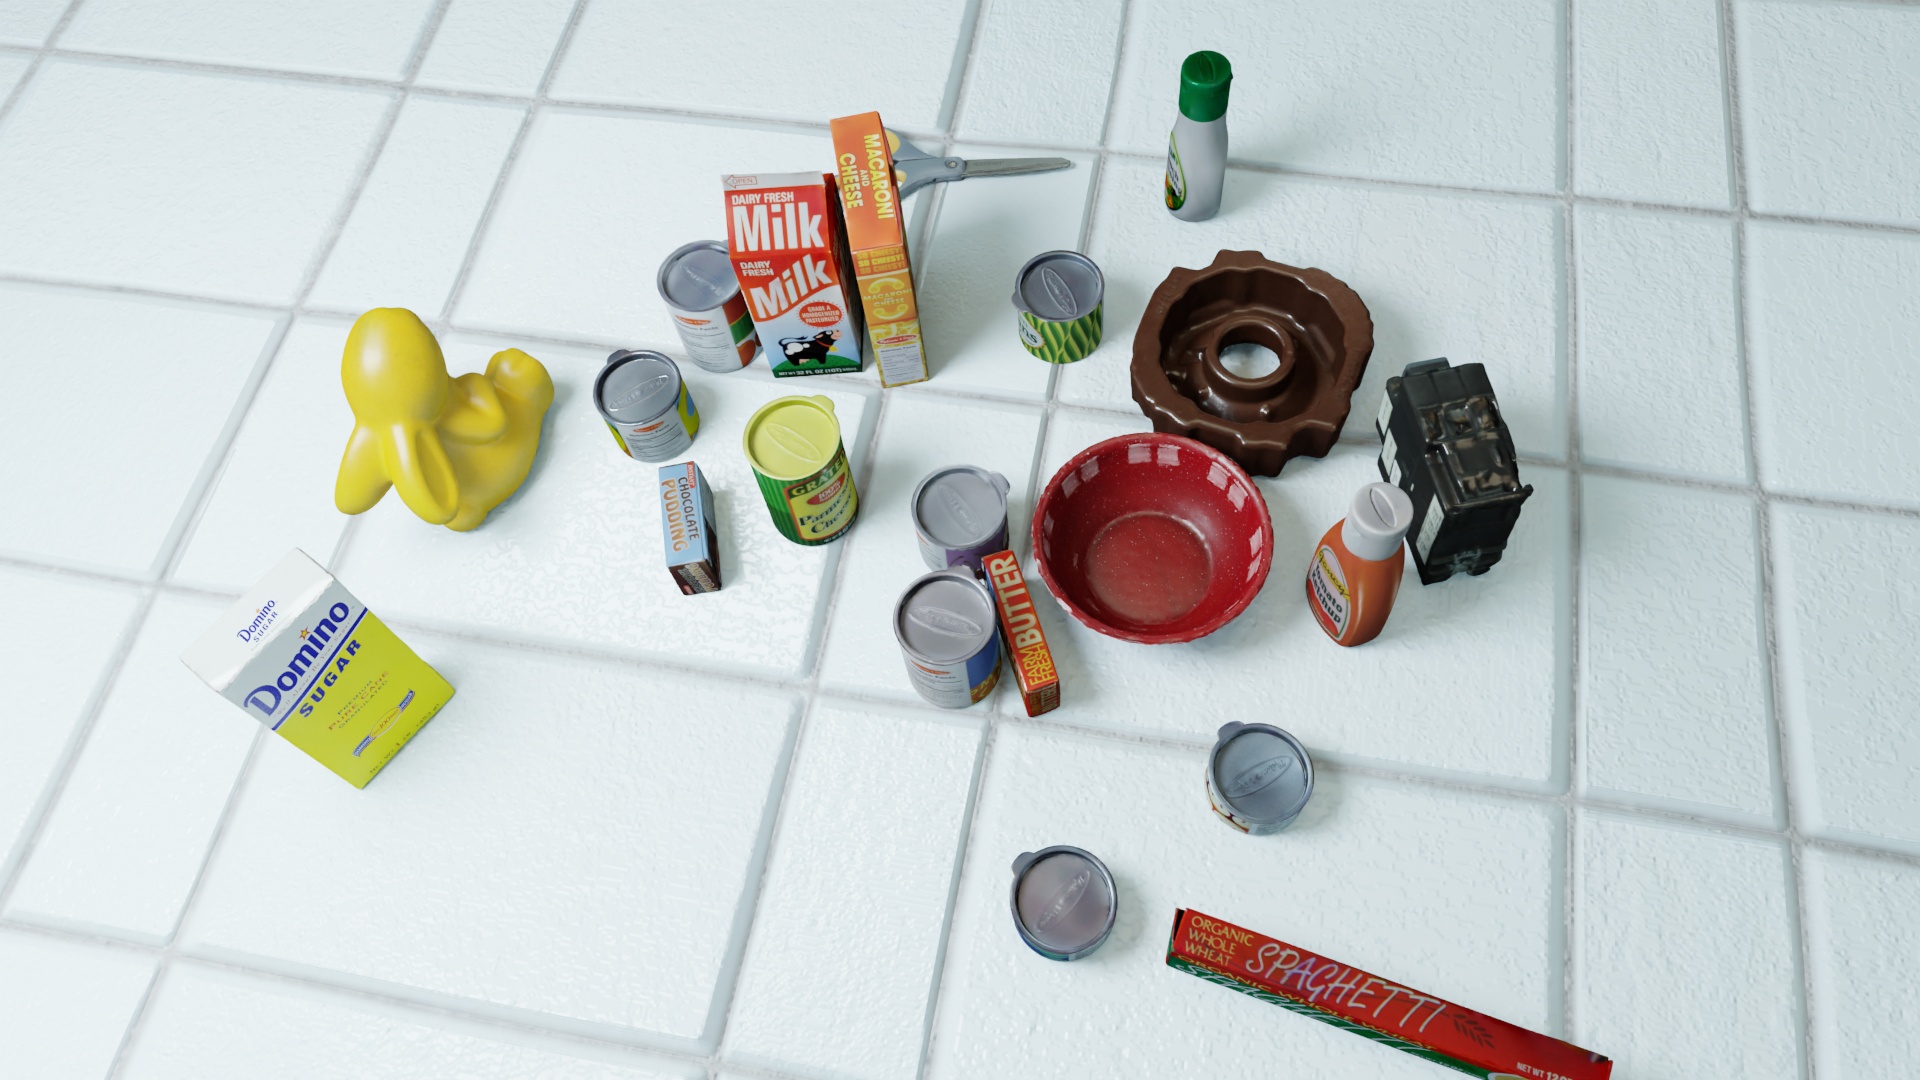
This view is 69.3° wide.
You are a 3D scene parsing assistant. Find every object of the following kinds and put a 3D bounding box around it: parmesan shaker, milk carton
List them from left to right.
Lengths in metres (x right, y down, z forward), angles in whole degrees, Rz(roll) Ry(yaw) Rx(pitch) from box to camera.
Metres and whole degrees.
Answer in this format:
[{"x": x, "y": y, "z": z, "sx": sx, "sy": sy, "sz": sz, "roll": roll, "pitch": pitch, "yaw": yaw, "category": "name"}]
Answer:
[{"x": -0.119, "y": -0.201, "z": 1.006, "sx": 0.072, "sy": 0.189, "sz": 0.074, "roll": -3, "pitch": 63, "yaw": 3, "category": "milk carton"}, {"x": -0.108, "y": -0.048, "z": 0.975, "sx": 0.071, "sy": 0.102, "sz": 0.071, "roll": -2, "pitch": 63, "yaw": 4, "category": "parmesan shaker"}]

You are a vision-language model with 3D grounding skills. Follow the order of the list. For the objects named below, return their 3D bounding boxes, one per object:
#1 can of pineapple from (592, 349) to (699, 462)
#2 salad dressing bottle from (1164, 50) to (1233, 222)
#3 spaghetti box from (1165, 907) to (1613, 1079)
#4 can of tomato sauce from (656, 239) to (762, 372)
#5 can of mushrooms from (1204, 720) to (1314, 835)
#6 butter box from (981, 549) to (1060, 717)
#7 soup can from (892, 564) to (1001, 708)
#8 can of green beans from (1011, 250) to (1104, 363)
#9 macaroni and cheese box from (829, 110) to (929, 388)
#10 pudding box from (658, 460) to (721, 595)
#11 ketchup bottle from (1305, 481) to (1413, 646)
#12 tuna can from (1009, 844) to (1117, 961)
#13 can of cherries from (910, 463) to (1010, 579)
[{"x": -0.234, "y": -0.101, "z": 1.037, "sx": 0.071, "sy": 0.057, "sz": 0.071, "roll": -2, "pitch": 63, "yaw": 4, "category": "can of pineapple"}, {"x": 0.182, "y": -0.307, "z": 1.061, "sx": 0.044, "sy": 0.147, "sz": 0.064, "roll": -9, "pitch": 63, "yaw": 0, "category": "salad dressing bottle"}, {"x": 0.242, "y": 0.273, "z": 0.811, "sx": 0.250, "sy": 0.050, "sz": 0.029, "roll": 17, "pitch": 66, "yaw": 13, "category": "spaghetti box"}, {"x": -0.187, "y": -0.179, "z": 1.060, "sx": 0.071, "sy": 0.082, "sz": 0.071, "roll": -2, "pitch": 63, "yaw": 4, "category": "can of tomato sauce"}, {"x": 0.189, "y": 0.151, "z": 0.887, "sx": 0.071, "sy": 0.033, "sz": 0.071, "roll": -2, "pitch": 63, "yaw": 4, "category": "can of mushrooms"}, {"x": 0.041, "y": 0.063, "z": 0.934, "sx": 0.024, "sy": 0.053, "sz": 0.104, "roll": -17, "pitch": 63, "yaw": -4, "category": "butter box"}, {"x": -0.006, "y": 0.065, "z": 0.919, "sx": 0.071, "sy": 0.083, "sz": 0.071, "roll": -2, "pitch": 63, "yaw": 4, "category": "soup can"}, {"x": 0.076, "y": -0.176, "z": 1.052, "sx": 0.071, "sy": 0.057, "sz": 0.071, "roll": -2, "pitch": 63, "yaw": 4, "category": "can of green beans"}, {"x": -0.057, "y": -0.210, "z": 1.019, "sx": 0.040, "sy": 0.165, "sz": 0.124, "roll": -10, "pitch": 63, "yaw": -1, "category": "macaroni and cheese box"}, {"x": -0.193, "y": -0.009, "z": 0.991, "sx": 0.030, "sy": 0.049, "sz": 0.084, "roll": -11, "pitch": 62, "yaw": -1, "category": "pudding box"}, {"x": 0.257, "y": 0.013, "z": 0.889, "sx": 0.043, "sy": 0.148, "sz": 0.065, "roll": -19, "pitch": 63, "yaw": -5, "category": "ketchup bottle"}, {"x": 0.062, "y": 0.223, "z": 0.860, "sx": 0.071, "sy": 0.032, "sz": 0.071, "roll": -2, "pitch": 63, "yaw": 4, "category": "tuna can"}, {"x": 0.003, "y": -0.012, "z": 0.972, "sx": 0.071, "sy": 0.058, "sz": 0.072, "roll": -2, "pitch": 63, "yaw": 4, "category": "can of cherries"}]
